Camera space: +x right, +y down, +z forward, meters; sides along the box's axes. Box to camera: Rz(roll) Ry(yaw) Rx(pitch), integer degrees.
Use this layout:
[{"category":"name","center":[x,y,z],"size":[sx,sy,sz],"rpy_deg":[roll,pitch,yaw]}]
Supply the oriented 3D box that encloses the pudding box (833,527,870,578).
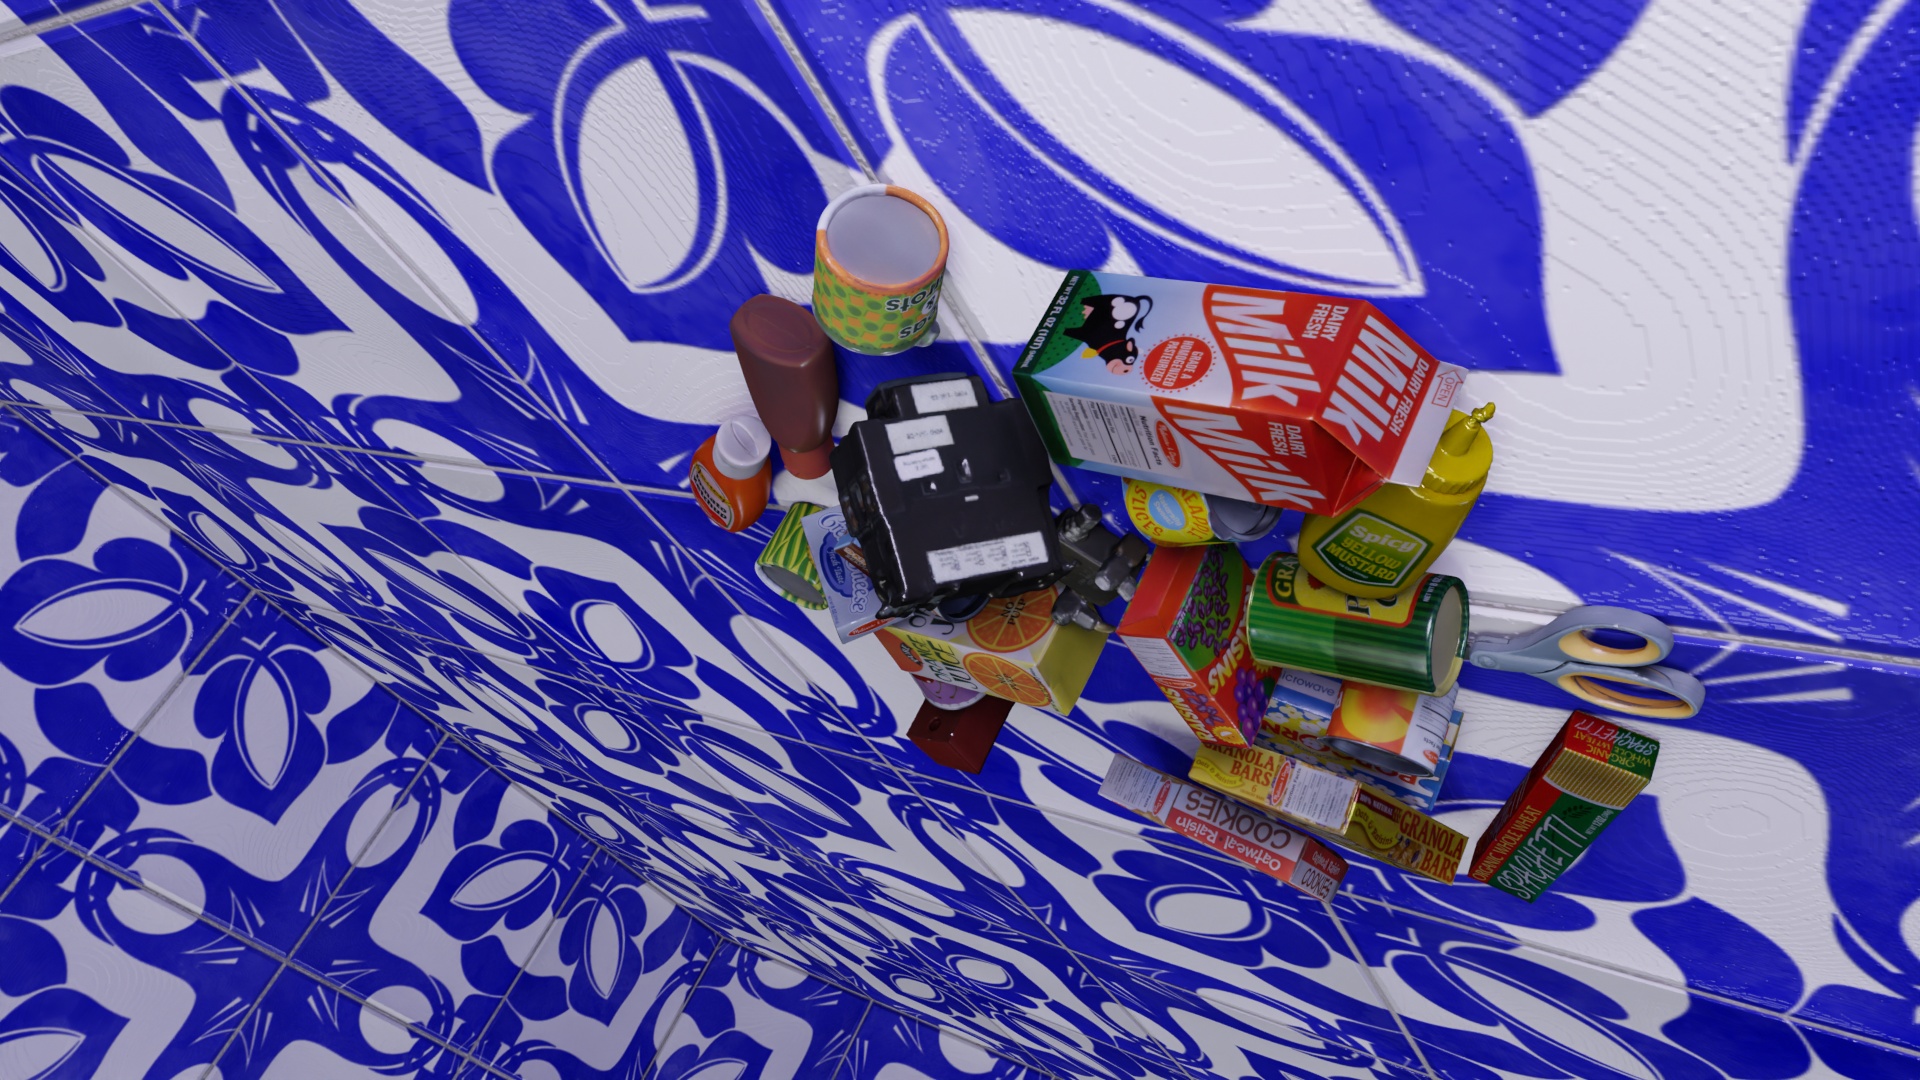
[{"category":"pudding box","center":[-0.040,-0.014,0.907],"size":[0.049,0.084,0.030],"rpy_deg":[38,154,-19]}]

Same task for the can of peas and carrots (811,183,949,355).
[{"category":"can of peas and carrots","center":[-0.039,-0.135,0.700],"size":[0.071,0.071,0.058],"rpy_deg":[27,154,5]}]

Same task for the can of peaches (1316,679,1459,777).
[{"category":"can of peaches","center":[0.256,0.103,0.831],"size":[0.071,0.058,0.071],"rpy_deg":[20,169,4]}]

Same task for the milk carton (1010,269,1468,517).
[{"category":"milk carton","center":[0.129,-0.068,0.645],"size":[0.190,0.072,0.073],"rpy_deg":[14,151,32]}]

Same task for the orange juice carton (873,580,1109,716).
[{"category":"orange juice carton","center":[0.002,0.059,1.014],"size":[0.193,0.073,0.071],"rpy_deg":[12,150,33]}]

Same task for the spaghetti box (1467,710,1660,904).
[{"category":"spaghetti box","center":[0.380,0.178,0.893],"size":[0.050,0.029,0.248],"rpy_deg":[22,154,17]}]

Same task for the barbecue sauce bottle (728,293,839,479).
[{"category":"barbecue sauce bottle","center":[-0.105,-0.090,0.880],"size":[0.065,0.044,0.148],"rpy_deg":[32,157,17]}]

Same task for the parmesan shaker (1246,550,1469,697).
[{"category":"parmesan shaker","center":[0.221,0.043,0.767],"size":[0.103,0.071,0.071],"rpy_deg":[8,148,36]}]

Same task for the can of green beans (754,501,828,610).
[{"category":"can of green beans","center":[-0.116,0.012,1.067],"size":[0.071,0.058,0.071],"rpy_deg":[23,154,12]}]

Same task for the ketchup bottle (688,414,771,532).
[{"category":"ketchup bottle","center":[-0.161,-0.051,0.989],"size":[0.065,0.044,0.148],"rpy_deg":[52,160,2]}]

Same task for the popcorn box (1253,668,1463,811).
[{"category":"popcorn box","center":[0.256,0.124,0.910],"size":[0.127,0.038,0.085],"rpy_deg":[19,152,20]}]

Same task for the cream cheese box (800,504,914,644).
[{"category":"cream cheese box","center":[-0.074,0.019,0.976],"size":[0.024,0.053,0.104],"rpy_deg":[74,174,-53]}]

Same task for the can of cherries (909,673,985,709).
[{"category":"can of cherries","center":[-0.008,0.090,1.094],"size":[0.071,0.072,0.058],"rpy_deg":[13,149,31]}]

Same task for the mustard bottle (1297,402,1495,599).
[{"category":"mustard bottle","center":[0.213,-0.023,0.666],"size":[0.065,0.049,0.159],"rpy_deg":[25,155,4]}]

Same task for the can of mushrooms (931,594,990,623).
[{"category":"can of mushrooms","center":[-0.003,0.019,0.953],"size":[0.033,0.071,0.070],"rpy_deg":[22,156,39]}]

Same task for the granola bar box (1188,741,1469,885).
[{"category":"granola bar box","center":[0.253,0.183,0.950],"size":[0.165,0.039,0.124],"rpy_deg":[28,171,-42]}]

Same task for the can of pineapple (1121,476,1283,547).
[{"category":"can of pineapple","center":[0.125,-0.030,0.722],"size":[0.071,0.071,0.058],"rpy_deg":[43,152,-27]}]

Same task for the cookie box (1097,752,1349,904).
[{"category":"cookie box","center":[0.208,0.226,1.092],"size":[0.167,0.040,0.122],"rpy_deg":[20,171,34]}]

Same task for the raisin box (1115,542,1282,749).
[{"category":"raisin box","center":[0.150,0.058,0.841],"size":[0.040,0.086,0.123],"rpy_deg":[2,143,42]}]
